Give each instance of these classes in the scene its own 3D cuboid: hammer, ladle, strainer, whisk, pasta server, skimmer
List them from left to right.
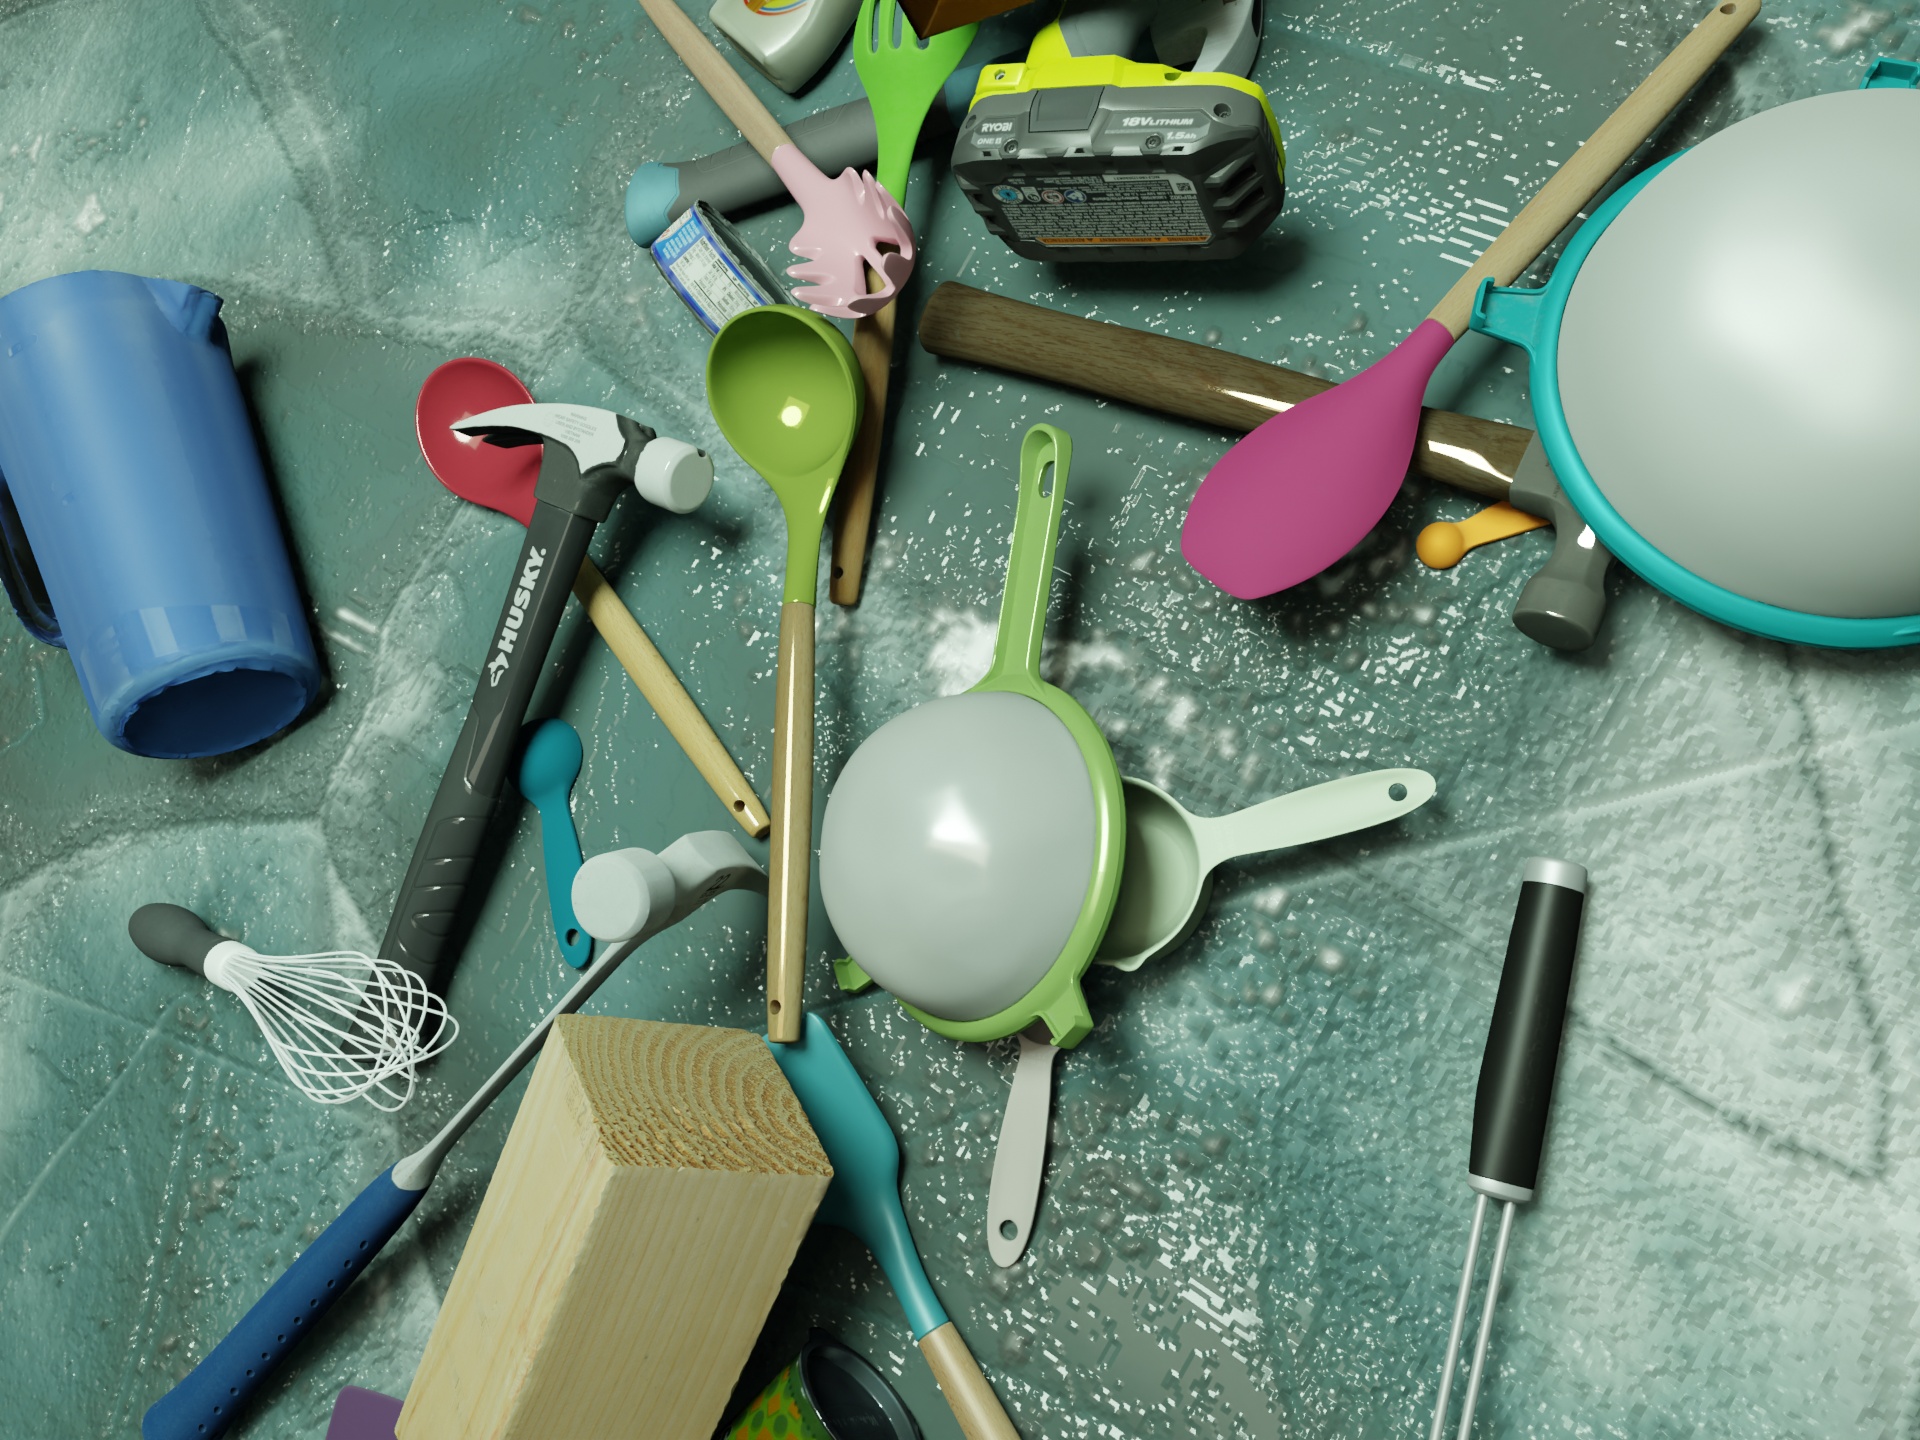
[{"bbox_3d":[-0.331,0.124,0.759,0.285,0.070,0.070,10,80,42],"label":"whisk"},{"bbox_3d":[-0.231,0.193,0.705,0.035,0.144,0.405,47,106,11],"label":"hammer"},{"bbox_3d":[-0.230,0.009,0.759,0.146,0.035,0.335,23,95,32],"label":"hammer"},{"bbox_3d":[-0.180,-0.064,0.785,0.069,0.031,0.316,-43,67,12],"label":"ladle"},{"bbox_3d":[-0.100,-0.286,0.761,0.060,0.040,0.317,-47,54,19],"label":"pasta server"},{"bbox_3d":[-0.078,-0.026,0.677,0.078,0.062,0.320,-10,72,32],"label":"ladle"},{"bbox_3d":[-0.017,-0.297,0.773,0.331,0.033,0.128,-12,72,19],"label":"hammer"},{"bbox_3d":[-0.001,-0.002,0.639,0.151,0.069,0.256,3,81,50],"label":"strainer"},{"bbox_3d":[0.126,-0.138,0.671,0.331,0.031,0.130,22,78,27],"label":"hammer"},{"bbox_3d":[0.185,0.222,0.532,0.127,0.090,0.363,16,79,-8],"label":"skimmer"},{"bbox_3d":[0.342,-0.085,0.521,0.211,0.095,0.341,-29,71,-1],"label":"strainer"}]

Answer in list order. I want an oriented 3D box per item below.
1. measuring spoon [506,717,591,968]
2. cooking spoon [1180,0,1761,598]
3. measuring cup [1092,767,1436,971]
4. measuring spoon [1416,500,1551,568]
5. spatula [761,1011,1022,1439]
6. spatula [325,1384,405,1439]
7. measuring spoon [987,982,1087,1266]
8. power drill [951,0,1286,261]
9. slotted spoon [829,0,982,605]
[{"bbox_3d":[-0.198,0.056,0.763,0.042,0.021,0.129,-22,68,16],"label":"measuring spoon"},{"bbox_3d":[0.205,-0.171,0.624,0.319,0.017,0.069,-47,60,-3],"label":"cooking spoon"},{"bbox_3d":[0.107,0.050,0.636,0.167,0.038,0.083,-17,71,15],"label":"measuring cup"},{"bbox_3d":[0.237,-0.090,0.630,0.117,0.011,0.021,-23,70,15],"label":"measuring spoon"},{"bbox_3d":[-0.003,0.266,0.622,0.082,0.044,0.318,-39,67,12],"label":"spatula"},{"bbox_3d":[-0.154,0.356,0.674,0.316,0.018,0.060,8,81,25],"label":"spatula"},{"bbox_3d":[0.030,0.162,0.654,0.034,0.018,0.124,9,87,24],"label":"measuring spoon"},{"bbox_3d":[0.098,-0.314,0.670,0.190,0.080,0.228,8,76,25],"label":"power drill"},{"bbox_3d":[-0.035,-0.209,0.735,0.070,0.031,0.314,8,91,30],"label":"slotted spoon"}]
